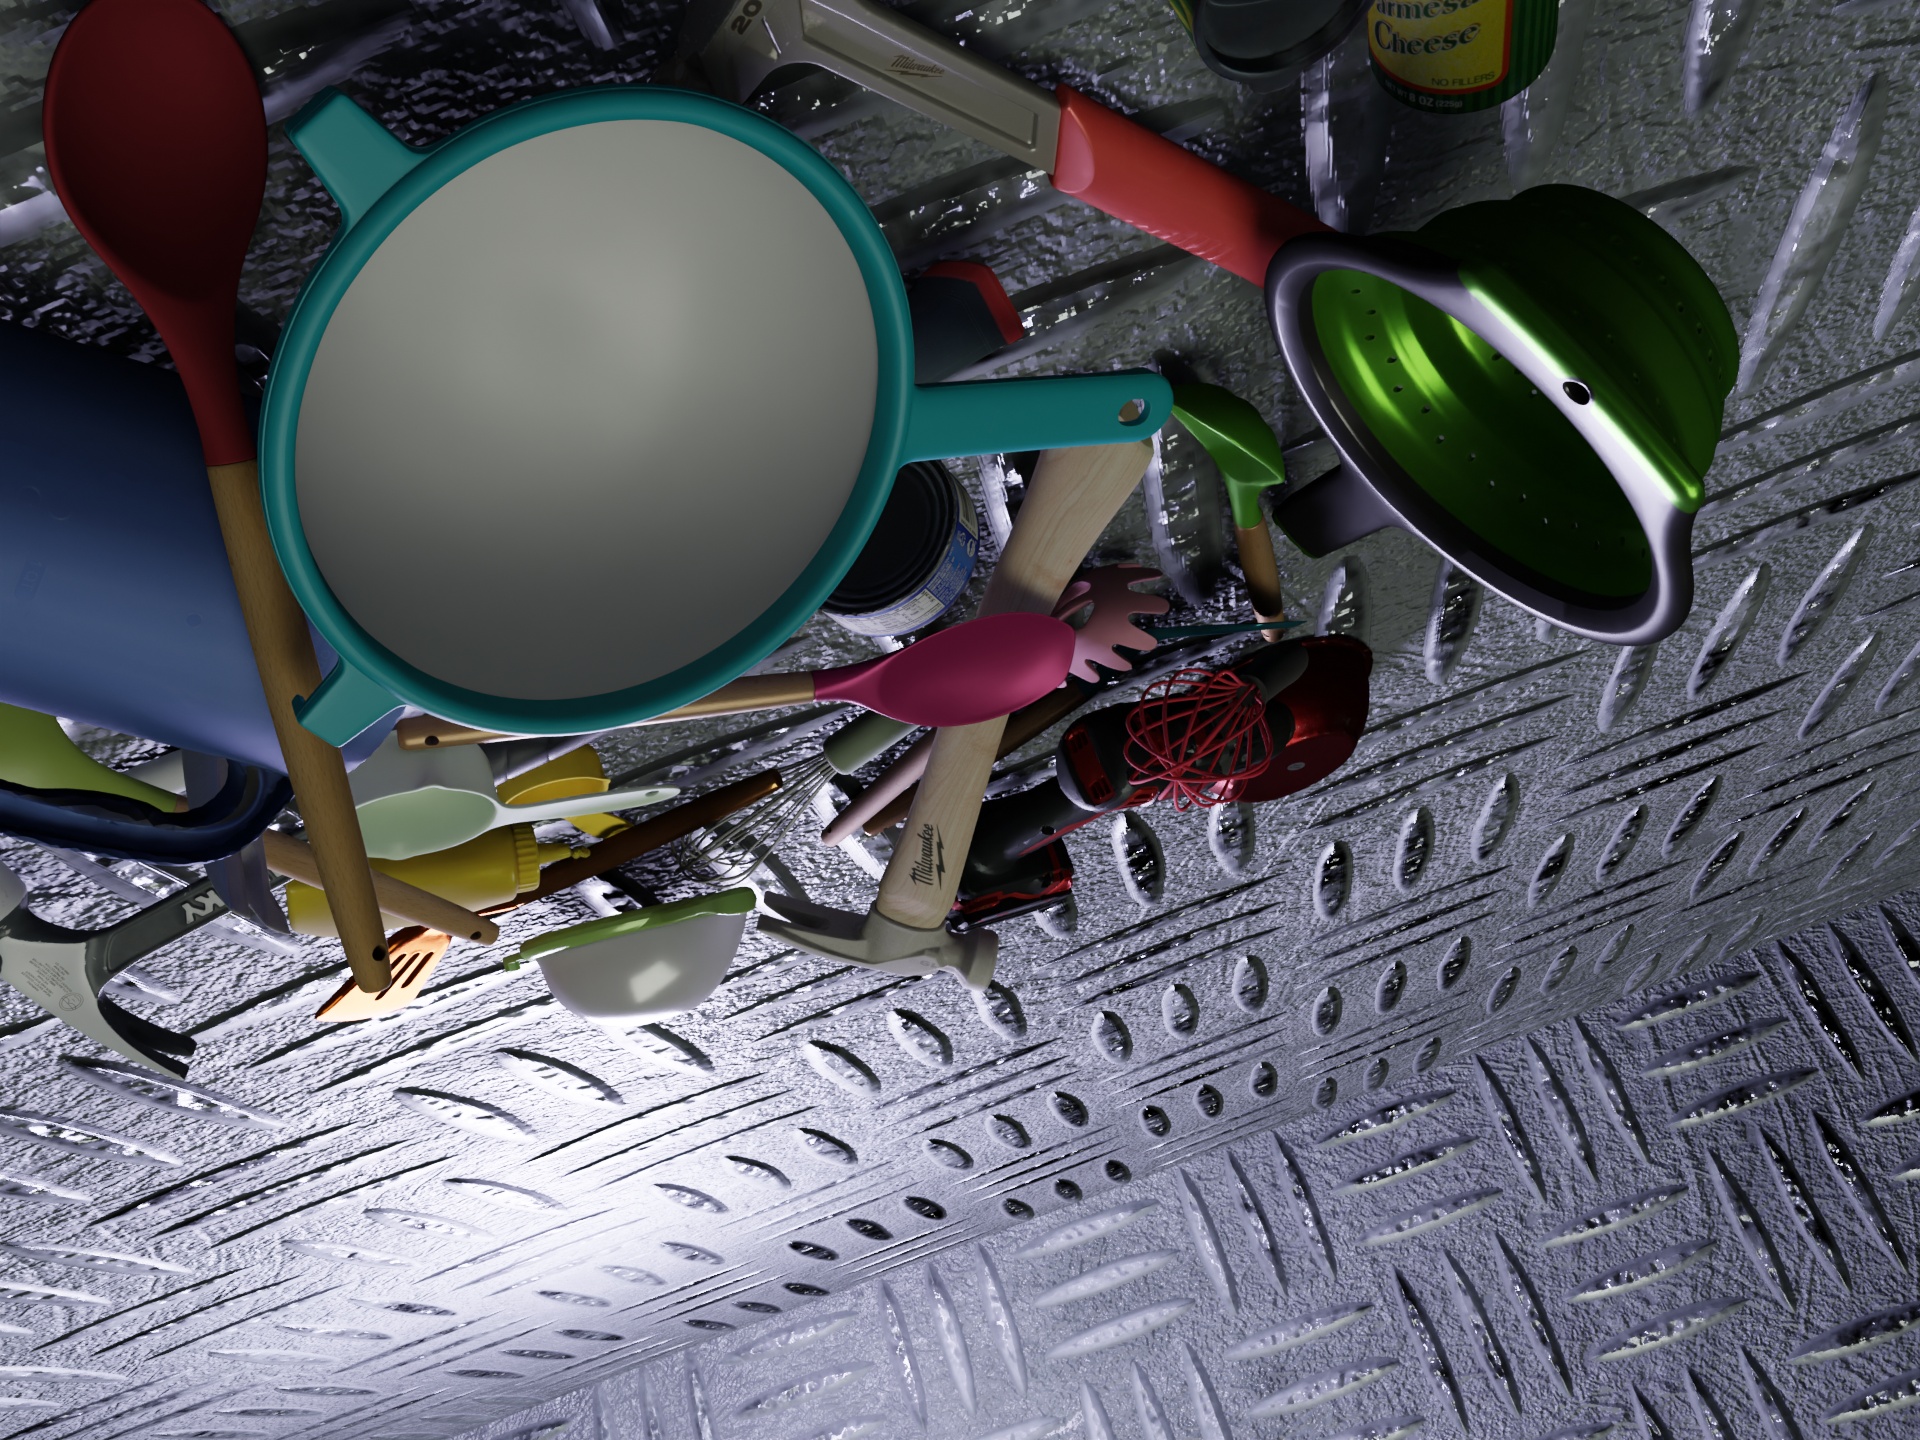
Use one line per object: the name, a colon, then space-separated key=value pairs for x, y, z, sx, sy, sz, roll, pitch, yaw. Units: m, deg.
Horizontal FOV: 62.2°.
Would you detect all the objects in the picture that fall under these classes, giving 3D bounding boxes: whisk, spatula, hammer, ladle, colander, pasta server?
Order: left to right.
ladle: x=-0.331 y=0.041 z=0.706 sx=0.078 sy=0.062 sz=0.319 roll=-47 pitch=139 yaw=6
ladle: x=-0.217 y=-0.055 z=0.493 sx=0.031 sy=0.315 sz=0.069 roll=7 pitch=-156 yaw=32
hammer: x=-0.281 y=0.047 z=0.788 sx=0.409 sy=0.036 sz=0.149 roll=-27 pitch=121 yaw=3
spatula: x=-0.242 y=0.104 z=0.945 sx=0.322 sy=0.041 sz=0.081 roll=-24 pitch=167 yaw=16
hammer: x=-0.144 y=-0.060 z=0.635 sx=0.386 sy=0.143 sz=0.038 roll=-29 pitch=148 yaw=7
whisk: x=-0.078 y=0.025 z=0.930 sx=0.246 sy=0.058 sz=0.059 roll=-34 pitch=-176 yaw=20
hammer: x=-0.001 y=-0.003 z=0.846 sx=0.146 sy=0.038 sz=0.410 roll=14 pitch=131 yaw=-7
pasta server: x=0.006 y=0.003 z=0.943 sx=0.040 sy=0.060 sz=0.316 roll=15 pitch=142 yaw=-31
spatula: x=0.060 y=0.003 z=0.974 sx=0.317 sy=0.044 sz=0.082 roll=-33 pitch=168 yaw=27
hammer: x=0.067 y=-0.209 z=0.587 sx=0.358 sy=0.037 sz=0.149 roll=7 pitch=148 yaw=-43
whisk: x=0.153 y=-0.010 z=0.878 sx=0.073 sy=0.073 sz=0.296 roll=-34 pitch=178 yaw=26
colander: x=0.216 y=-0.131 z=0.684 sx=0.094 sy=0.204 sz=0.397 roll=-44 pitch=-179 yaw=-2

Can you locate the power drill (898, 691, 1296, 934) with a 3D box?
power drill: x=0.089 y=0.048 z=1.002 sx=0.188 sy=0.080 sz=0.226 roll=-10 pitch=161 yaw=-44

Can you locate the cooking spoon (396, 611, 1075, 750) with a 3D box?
cooking spoon: x=-0.095 y=-0.013 z=0.741 sx=0.318 sy=0.017 sz=0.068 roll=-8 pitch=134 yaw=-18

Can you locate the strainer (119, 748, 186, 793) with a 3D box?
strainer: x=-0.299 y=-0.001 z=0.728 sx=0.258 sy=0.050 sz=0.087 roll=-19 pitch=-175 yaw=11

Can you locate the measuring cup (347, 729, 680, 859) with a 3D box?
measuring cup: x=-0.215 y=0.028 z=0.754 sx=0.167 sy=0.038 sz=0.083 roll=-5 pitch=155 yaw=-32

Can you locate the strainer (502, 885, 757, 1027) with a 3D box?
strainer: x=-0.172 y=0.145 z=0.962 sx=0.151 sy=0.069 sz=0.256 roll=-9 pitch=173 yaw=-30

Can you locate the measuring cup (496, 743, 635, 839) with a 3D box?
measuring cup: x=-0.214 y=0.042 z=0.893 sx=0.062 sy=0.029 sz=0.156 roll=-20 pitch=165 yaw=1

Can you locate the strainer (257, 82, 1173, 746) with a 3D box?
strainer: x=-0.075 y=-0.117 z=0.552 sx=0.340 sy=0.095 sz=0.210 roll=-12 pitch=128 yaw=-36

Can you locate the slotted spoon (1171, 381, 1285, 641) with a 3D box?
slotted spoon: x=0.154 y=-0.101 z=0.850 sx=0.031 sy=0.070 sz=0.313 roll=-51 pitch=157 yaw=-4
